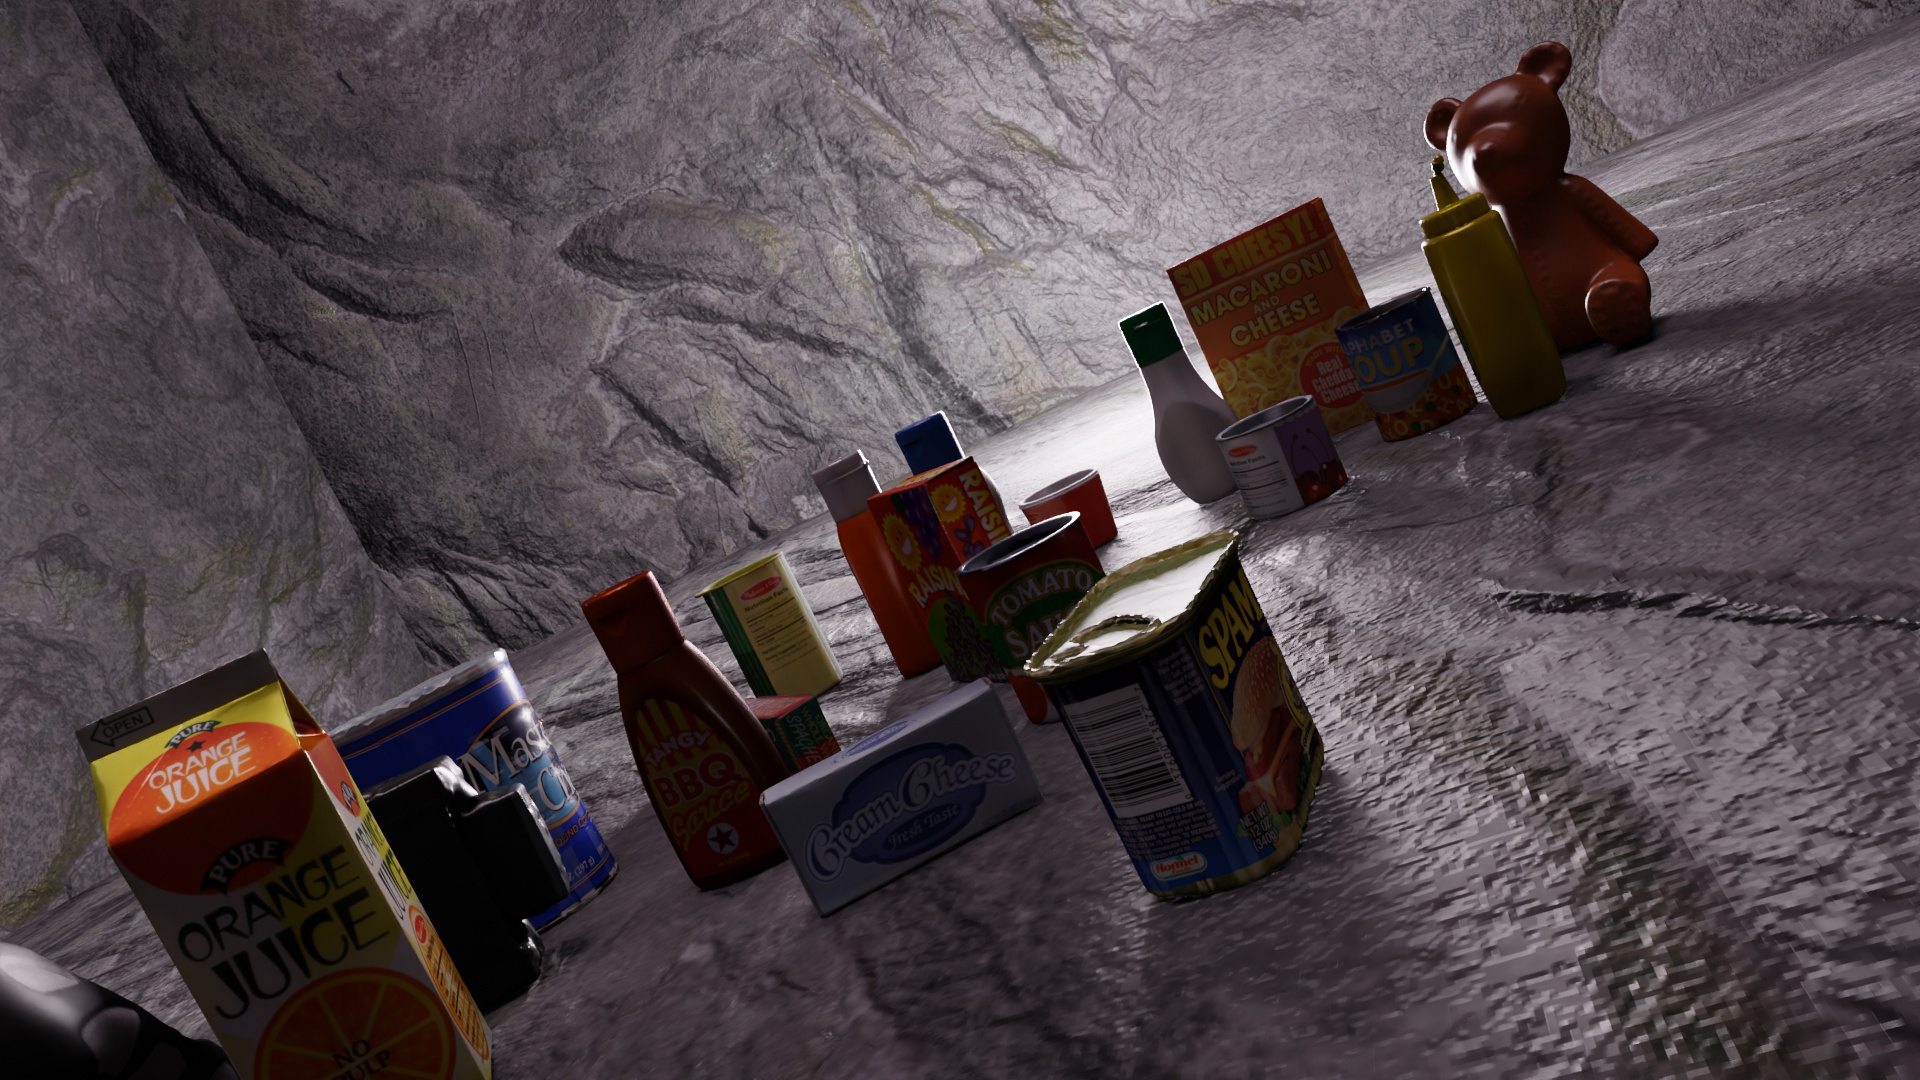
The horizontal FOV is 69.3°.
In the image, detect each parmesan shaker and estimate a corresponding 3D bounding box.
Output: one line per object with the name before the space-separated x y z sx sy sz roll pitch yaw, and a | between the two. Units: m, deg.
parmesan shaker | -0.139 0.069 1.012 0.071 0.103 0.071 -25 7 3

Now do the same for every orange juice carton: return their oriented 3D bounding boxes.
orange juice carton | -0.258 0.141 0.536 0.072 0.192 0.073 -28 7 -18

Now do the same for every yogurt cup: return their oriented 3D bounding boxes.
yogurt cup | 0.086 -0.018 1.064 0.072 0.054 0.072 -25 7 3

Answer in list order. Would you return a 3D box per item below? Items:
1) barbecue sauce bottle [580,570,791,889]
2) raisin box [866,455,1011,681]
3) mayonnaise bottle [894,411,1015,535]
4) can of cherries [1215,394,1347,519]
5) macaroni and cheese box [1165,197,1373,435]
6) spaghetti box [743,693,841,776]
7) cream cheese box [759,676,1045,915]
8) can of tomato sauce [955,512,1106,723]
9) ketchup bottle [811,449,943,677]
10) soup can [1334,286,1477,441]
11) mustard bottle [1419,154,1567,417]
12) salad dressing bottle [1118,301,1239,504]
barbecue sauce bottle | -0.129 0.087 0.657 0.065 0.148 0.044 -24 7 14
raisin box | 0.002 0.019 0.802 0.040 0.123 0.086 -29 7 -25
mayonnaise bottle | 0.003 -0.012 0.919 0.064 0.148 0.041 -21 8 36
can of cherries | 0.206 -0.053 0.880 0.071 0.058 0.071 -25 7 3
macaroni and cheese box | 0.247 -0.157 1.055 0.123 0.166 0.040 -22 8 30
spaghetti box | -0.136 0.122 0.832 0.029 0.050 0.249 -30 8 -29
cream cheese box | -0.023 0.103 0.560 0.104 0.053 0.024 -27 7 -7
can of tomato sauce | 0.045 0.038 0.674 0.071 0.083 0.071 -25 7 3
ketchup bottle | -0.049 0.013 0.920 0.043 0.148 0.065 -24 7 17
soup can | 0.294 -0.115 0.919 0.071 0.083 0.071 -25 7 3
mustard bottle | 0.312 -0.154 0.830 0.048 0.160 0.065 -23 7 22
salad dressing bottle | 0.162 -0.101 1.015 0.064 0.147 0.044 -23 7 22
